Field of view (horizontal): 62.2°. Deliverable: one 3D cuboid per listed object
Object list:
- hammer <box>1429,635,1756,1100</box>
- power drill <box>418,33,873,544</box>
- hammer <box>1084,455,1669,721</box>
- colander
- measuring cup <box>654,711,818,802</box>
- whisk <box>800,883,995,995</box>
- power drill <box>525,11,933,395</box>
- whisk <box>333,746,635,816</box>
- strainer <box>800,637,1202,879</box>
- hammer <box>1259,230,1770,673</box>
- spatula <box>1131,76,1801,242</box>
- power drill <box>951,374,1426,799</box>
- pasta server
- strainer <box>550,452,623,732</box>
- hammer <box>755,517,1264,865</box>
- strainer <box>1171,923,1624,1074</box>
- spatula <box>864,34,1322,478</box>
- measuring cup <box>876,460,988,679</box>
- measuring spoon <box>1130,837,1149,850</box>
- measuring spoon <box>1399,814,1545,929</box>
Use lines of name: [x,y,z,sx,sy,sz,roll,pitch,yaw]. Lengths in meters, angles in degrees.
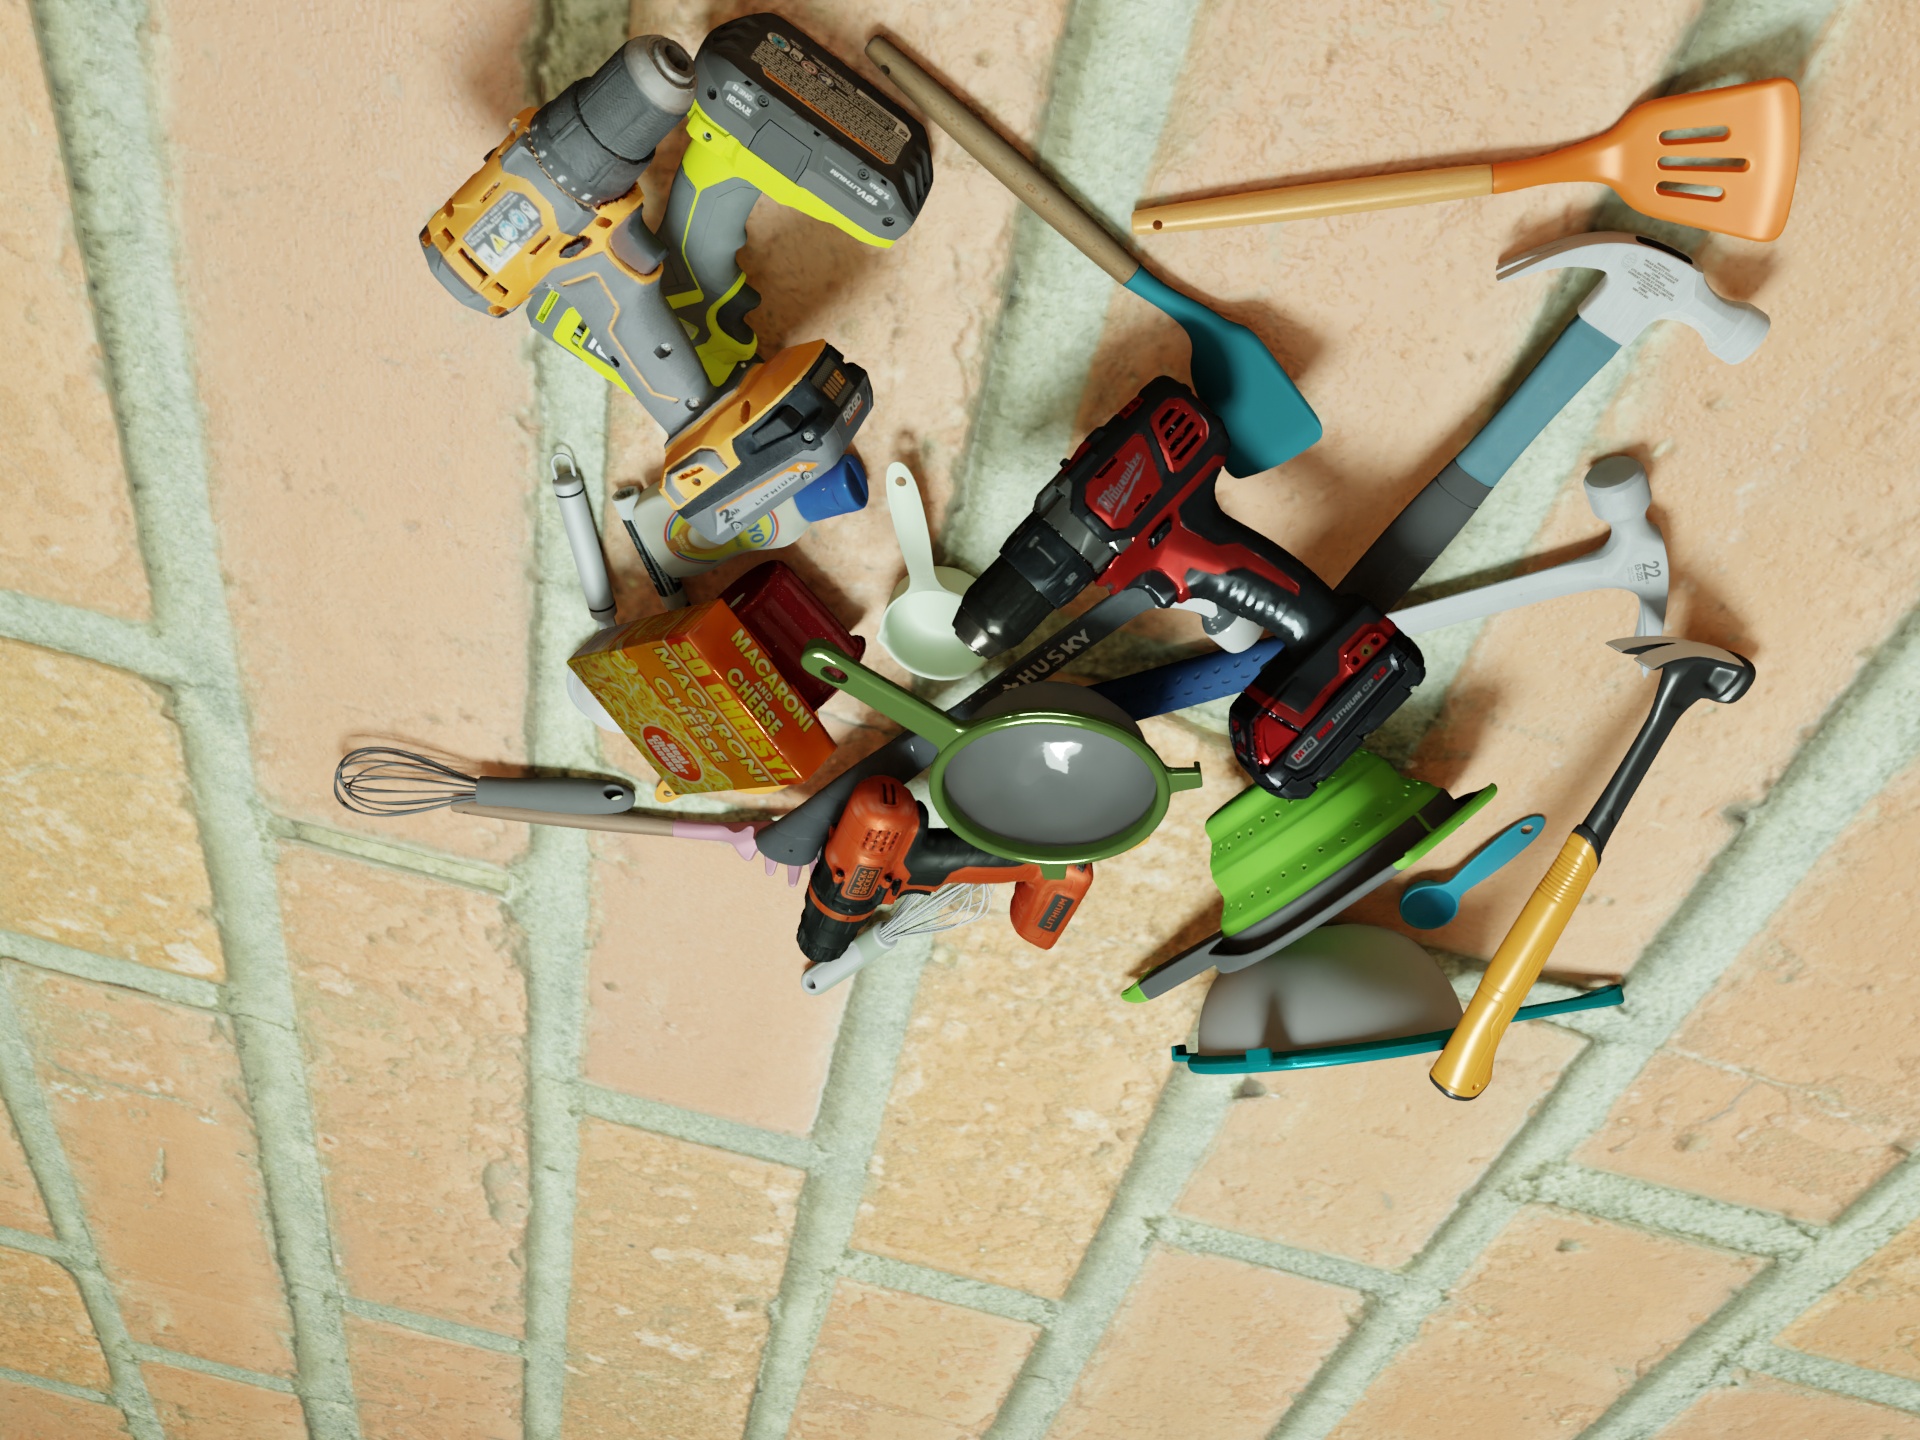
hammer: [0.380,0.101,1.006,0.127,0.034,0.336,5,116,-38]
power drill: [-0.145,-0.220,0.820,0.185,0.084,0.226,-28,115,37]
hammer: [0.241,-0.045,1.021,0.405,0.035,0.144,-16,126,24]
colander: [0.199,0.108,1.127,0.094,0.204,0.397,55,145,8]
measuring cup: [-0.178,0.033,1.166,0.095,0.052,0.173,39,126,-22]
whisk: [-0.055,0.168,1.268,0.246,0.059,0.058,-38,79,40]
power drill: [-0.115,-0.250,0.887,0.190,0.080,0.228,33,132,-15]
whisk: [-0.370,0.052,1.233,0.239,0.055,0.055,4,132,2]
strainer: [0.015,-0.001,0.987,0.256,0.069,0.151,30,134,-23]
hammer: [0.284,-0.130,0.905,0.128,0.033,0.331,34,124,-3]
spatula: [0.247,-0.271,0.815,0.322,0.041,0.081,-3,129,15]
power drill: [0.126,-0.055,0.900,0.226,0.080,0.188,43,95,-9]
pasta server: [-0.251,0.087,1.241,0.316,0.040,0.060,6,147,9]
strainer: [-0.247,-0.070,1.101,0.087,0.050,0.258,-5,127,3]
hammer: [-0.002,-0.003,1.060,0.149,0.036,0.409,35,129,-28]
strainer: [0.328,0.192,1.177,0.340,0.095,0.211,-7,170,-11]
spatula: [0.070,-0.253,0.865,0.317,0.044,0.082,36,155,-18]
measuring cup: [-0.021,-0.102,1.026,0.083,0.038,0.167,-3,129,14]
measuring spoon: [0.086,0.096,1.199,0.117,0.011,0.021,-12,127,17]
measuring spoon: [0.368,0.104,1.145,0.042,0.021,0.128,34,120,-17]
